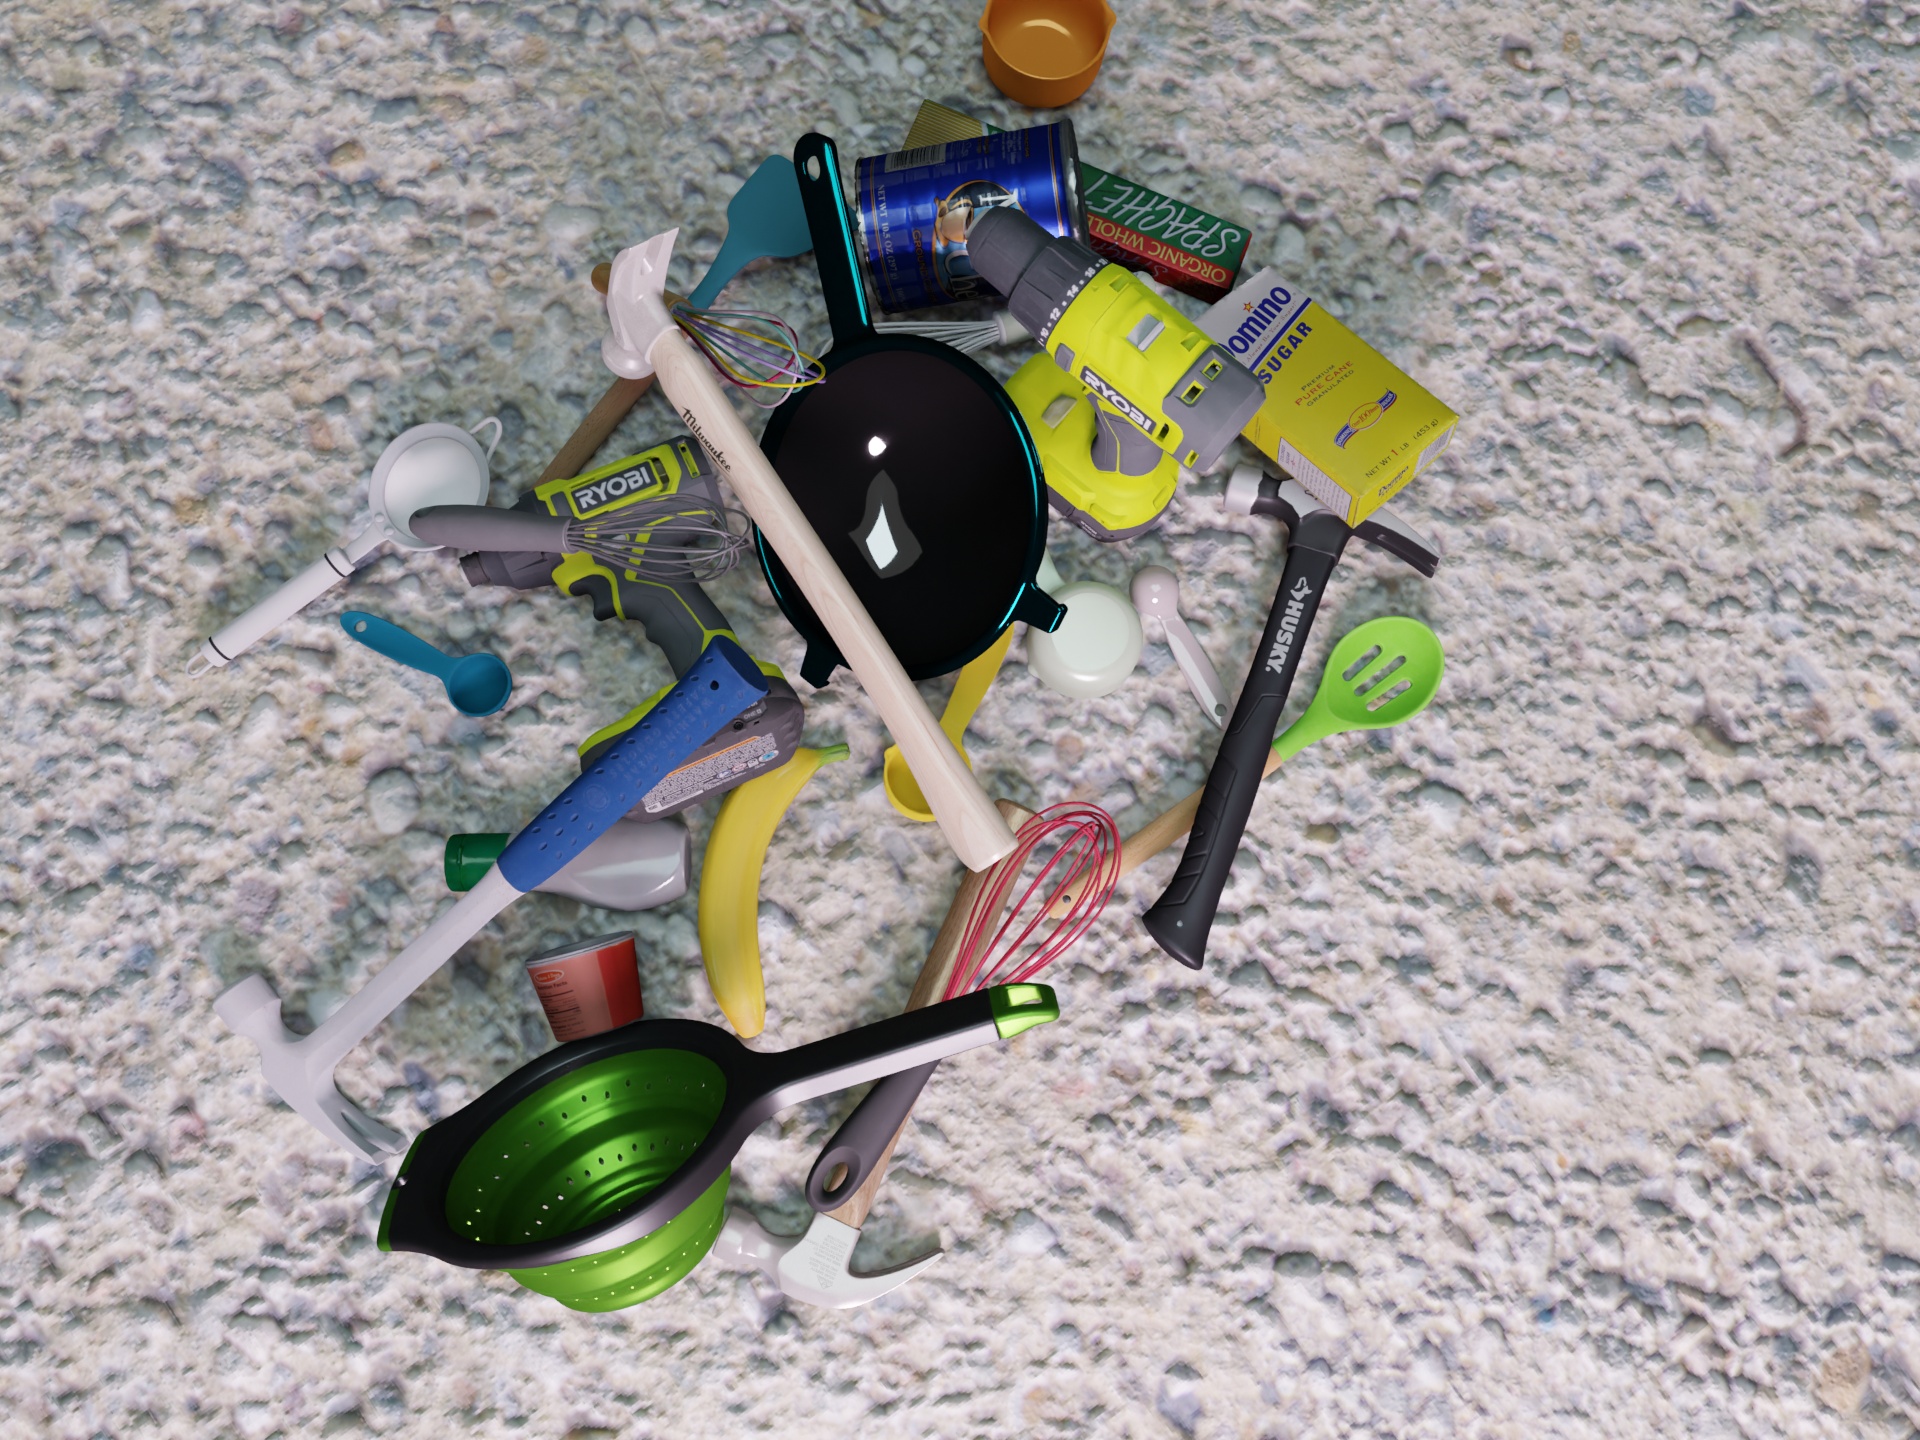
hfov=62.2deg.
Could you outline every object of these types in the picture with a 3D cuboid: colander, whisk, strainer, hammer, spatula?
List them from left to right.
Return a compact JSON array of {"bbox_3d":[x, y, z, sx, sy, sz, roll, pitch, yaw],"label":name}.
[{"bbox_3d":[-0.393,-0.108,1.026,0.258,0.050,0.087,-37,74,-3],"label":"strainer"},{"bbox_3d":[-0.263,0.101,0.924,0.405,0.035,0.144,-41,87,15],"label":"hammer"},{"bbox_3d":[-0.233,-0.115,0.959,0.239,0.055,0.055,6,79,20],"label":"whisk"},{"bbox_3d":[-0.193,-0.253,1.073,0.082,0.044,0.317,38,85,3],"label":"spatula"},{"bbox_3d":[-0.168,-0.250,1.002,0.047,0.051,0.245,-45,49,-13],"label":"whisk"},{"bbox_3d":[-0.125,0.246,0.917,0.397,0.205,0.094,-17,113,3],"label":"colander"},{"bbox_3d":[-0.086,-0.093,0.936,0.038,0.146,0.410,-33,88,-21],"label":"hammer"},{"bbox_3d":[-0.037,-0.196,1.005,0.211,0.095,0.340,-12,91,31],"label":"strainer"},{"bbox_3d":[-0.025,0.205,0.996,0.130,0.031,0.331,25,79,1],"label":"hammer"},{"bbox_3d":[0.000,0.173,0.961,0.073,0.073,0.296,36,86,3],"label":"whisk"},{"bbox_3d":[0.019,-0.262,1.079,0.246,0.058,0.059,-18,116,-9],"label":"whisk"},{"bbox_3d":[0.195,-0.001,1.020,0.146,0.035,0.335,18,75,13],"label":"hammer"}]

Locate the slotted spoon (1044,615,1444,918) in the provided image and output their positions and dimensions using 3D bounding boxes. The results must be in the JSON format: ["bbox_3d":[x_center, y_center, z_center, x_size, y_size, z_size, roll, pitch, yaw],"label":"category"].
[{"bbox_3d":[0.184,0.035,1.042,0.314,0.031,0.070,-34,81,-7],"label":"slotted spoon"}]

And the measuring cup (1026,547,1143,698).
[{"bbox_3d":[0.062,-0.094,1.050,0.083,0.038,0.167,-27,85,-8],"label":"measuring cup"}]

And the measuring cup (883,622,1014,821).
[{"bbox_3d":[-0.002,-0.003,1.043,0.062,0.029,0.157,26,68,1],"label":"measuring cup"}]

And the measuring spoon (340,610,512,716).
[{"bbox_3d":[-0.345,-0.039,1.031,0.128,0.021,0.042,25,80,10],"label":"measuring spoon"}]

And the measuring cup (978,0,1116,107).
[{"bbox_3d":[0.054,-0.515,1.120,0.095,0.052,0.174,-5,78,-4],"label":"measuring cup"}]

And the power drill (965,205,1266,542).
[{"bbox_3d":[0.077,-0.207,0.975,0.190,0.228,0.080,40,80,4],"label":"power drill"}]

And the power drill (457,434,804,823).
[{"bbox_3d":[-0.206,-0.058,0.997,0.171,0.080,0.223,-24,69,-8],"label":"power drill"}]

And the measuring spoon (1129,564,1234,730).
[{"bbox_3d":[0.152,-0.049,1.058,0.034,0.018,0.124,-27,83,-8],"label":"measuring spoon"}]
